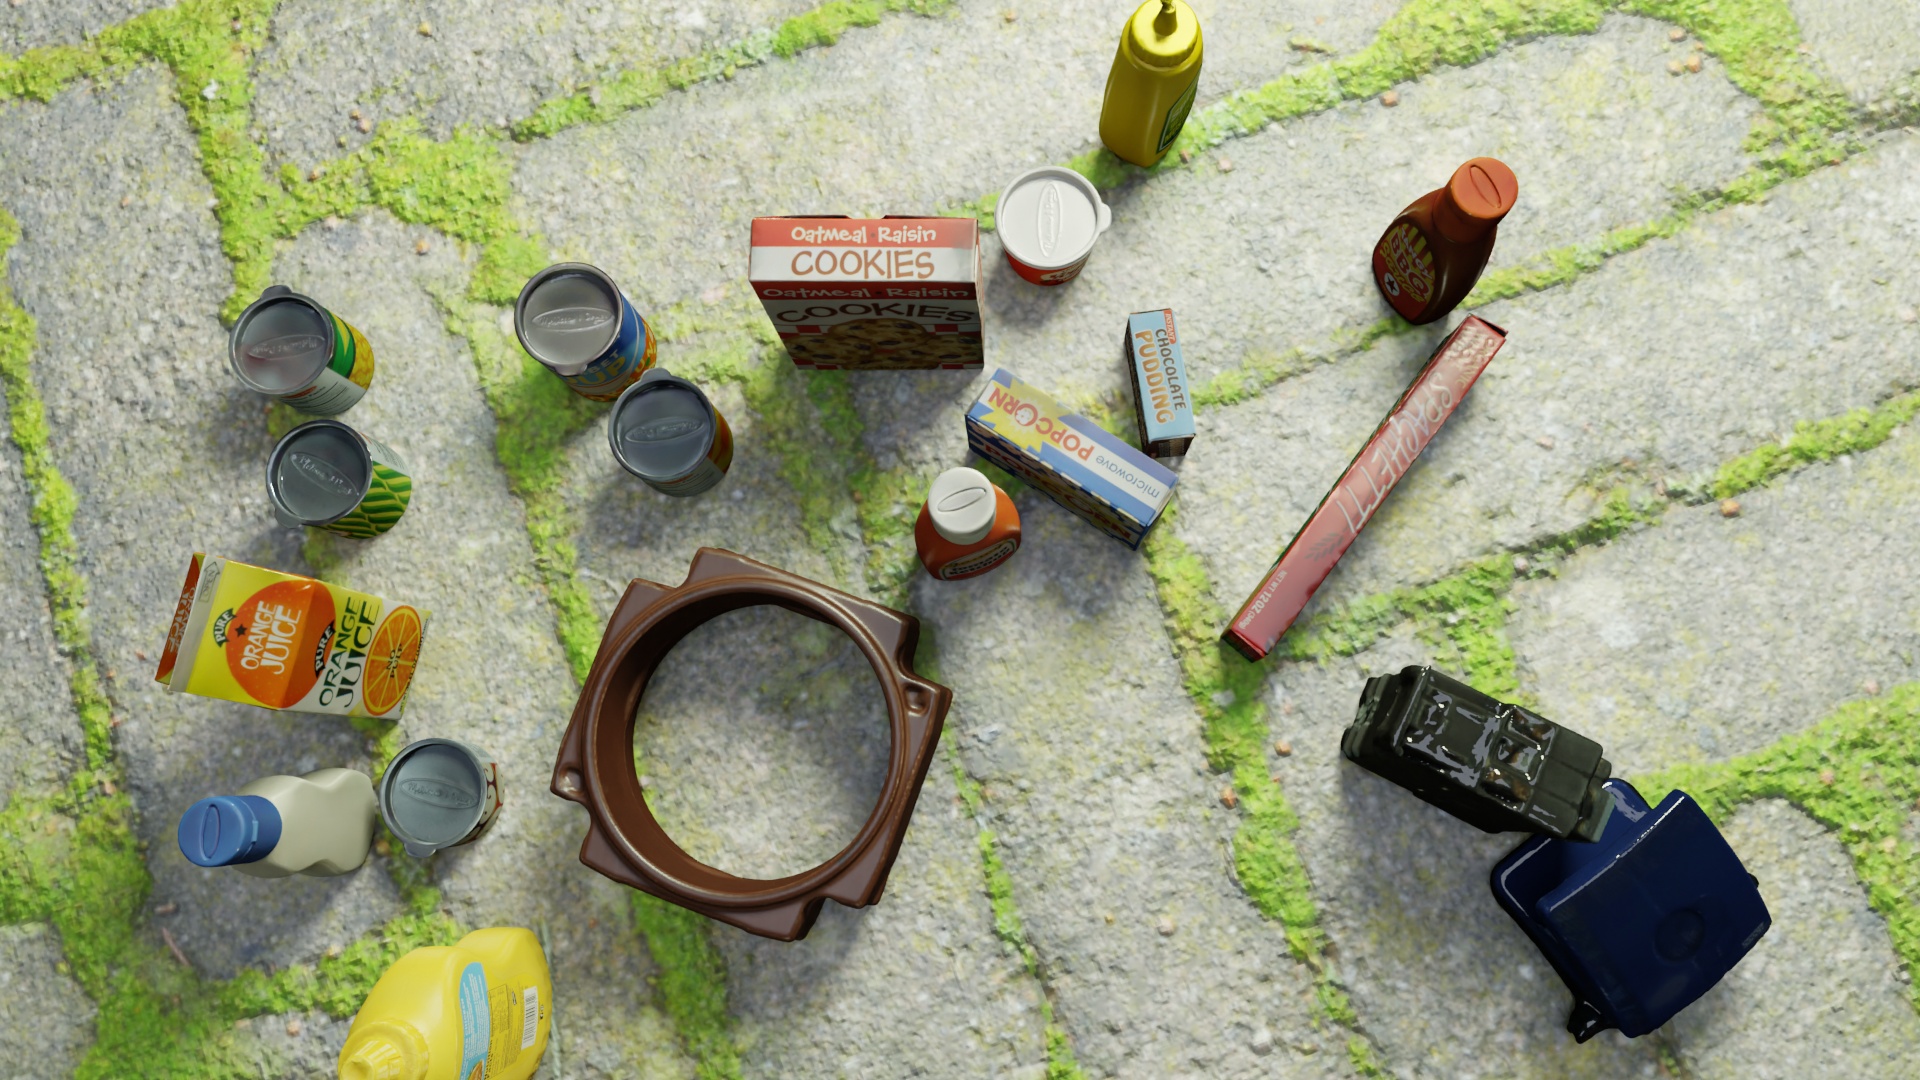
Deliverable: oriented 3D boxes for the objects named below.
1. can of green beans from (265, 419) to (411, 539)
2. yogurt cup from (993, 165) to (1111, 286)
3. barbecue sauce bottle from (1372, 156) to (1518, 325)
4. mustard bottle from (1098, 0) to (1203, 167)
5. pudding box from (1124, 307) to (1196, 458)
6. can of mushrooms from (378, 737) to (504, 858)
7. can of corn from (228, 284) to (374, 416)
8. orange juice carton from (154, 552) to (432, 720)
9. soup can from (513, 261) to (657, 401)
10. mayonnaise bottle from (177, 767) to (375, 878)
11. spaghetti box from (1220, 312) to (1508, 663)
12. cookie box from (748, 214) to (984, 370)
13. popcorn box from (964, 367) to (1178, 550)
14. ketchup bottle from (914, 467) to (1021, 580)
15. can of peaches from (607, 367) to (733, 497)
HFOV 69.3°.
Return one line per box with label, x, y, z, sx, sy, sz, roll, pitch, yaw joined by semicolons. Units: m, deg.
can of green beans;-0.387;-0.037;0.868;0.071;0.057;0.071;0;80;2
yogurt cup;0.056;-0.196;0.880;0.072;0.054;0.072;0;80;2
barbecue sauce bottle;0.286;-0.179;0.820;0.044;0.148;0.065;-26;80;-2
mustard bottle;0.118;-0.284;0.840;0.049;0.160;0.065;32;83;7
pudding box;0.123;-0.096;0.862;0.030;0.049;0.084;-8;80;1
can of mushrooms;-0.315;0.156;0.843;0.071;0.033;0.071;0;80;2
can of corn;-0.418;-0.120;0.883;0.071;0.058;0.071;0;80;2
orange juice carton;-0.379;0.056;0.783;0.073;0.192;0.072;12;81;4
soup can;-0.231;-0.125;0.864;0.071;0.083;0.071;0;80;2
mayonnaise bottle;-0.383;0.161;0.787;0.041;0.148;0.065;0;81;2
spaghetti box;0.245;-0.032;0.846;0.029;0.050;0.250;38;83;8
cookie box;-0.049;-0.142;0.817;0.123;0.167;0.040;0;81;2
popcorn box;0.066;-0.047;0.838;0.127;0.085;0.038;32;83;7
ketchup bottle;0.003;-0.010;0.801;0.065;0.148;0.043;-22;80;-1
can of peaches;-0.179;-0.066;0.865;0.071;0.058;0.071;0;80;2
